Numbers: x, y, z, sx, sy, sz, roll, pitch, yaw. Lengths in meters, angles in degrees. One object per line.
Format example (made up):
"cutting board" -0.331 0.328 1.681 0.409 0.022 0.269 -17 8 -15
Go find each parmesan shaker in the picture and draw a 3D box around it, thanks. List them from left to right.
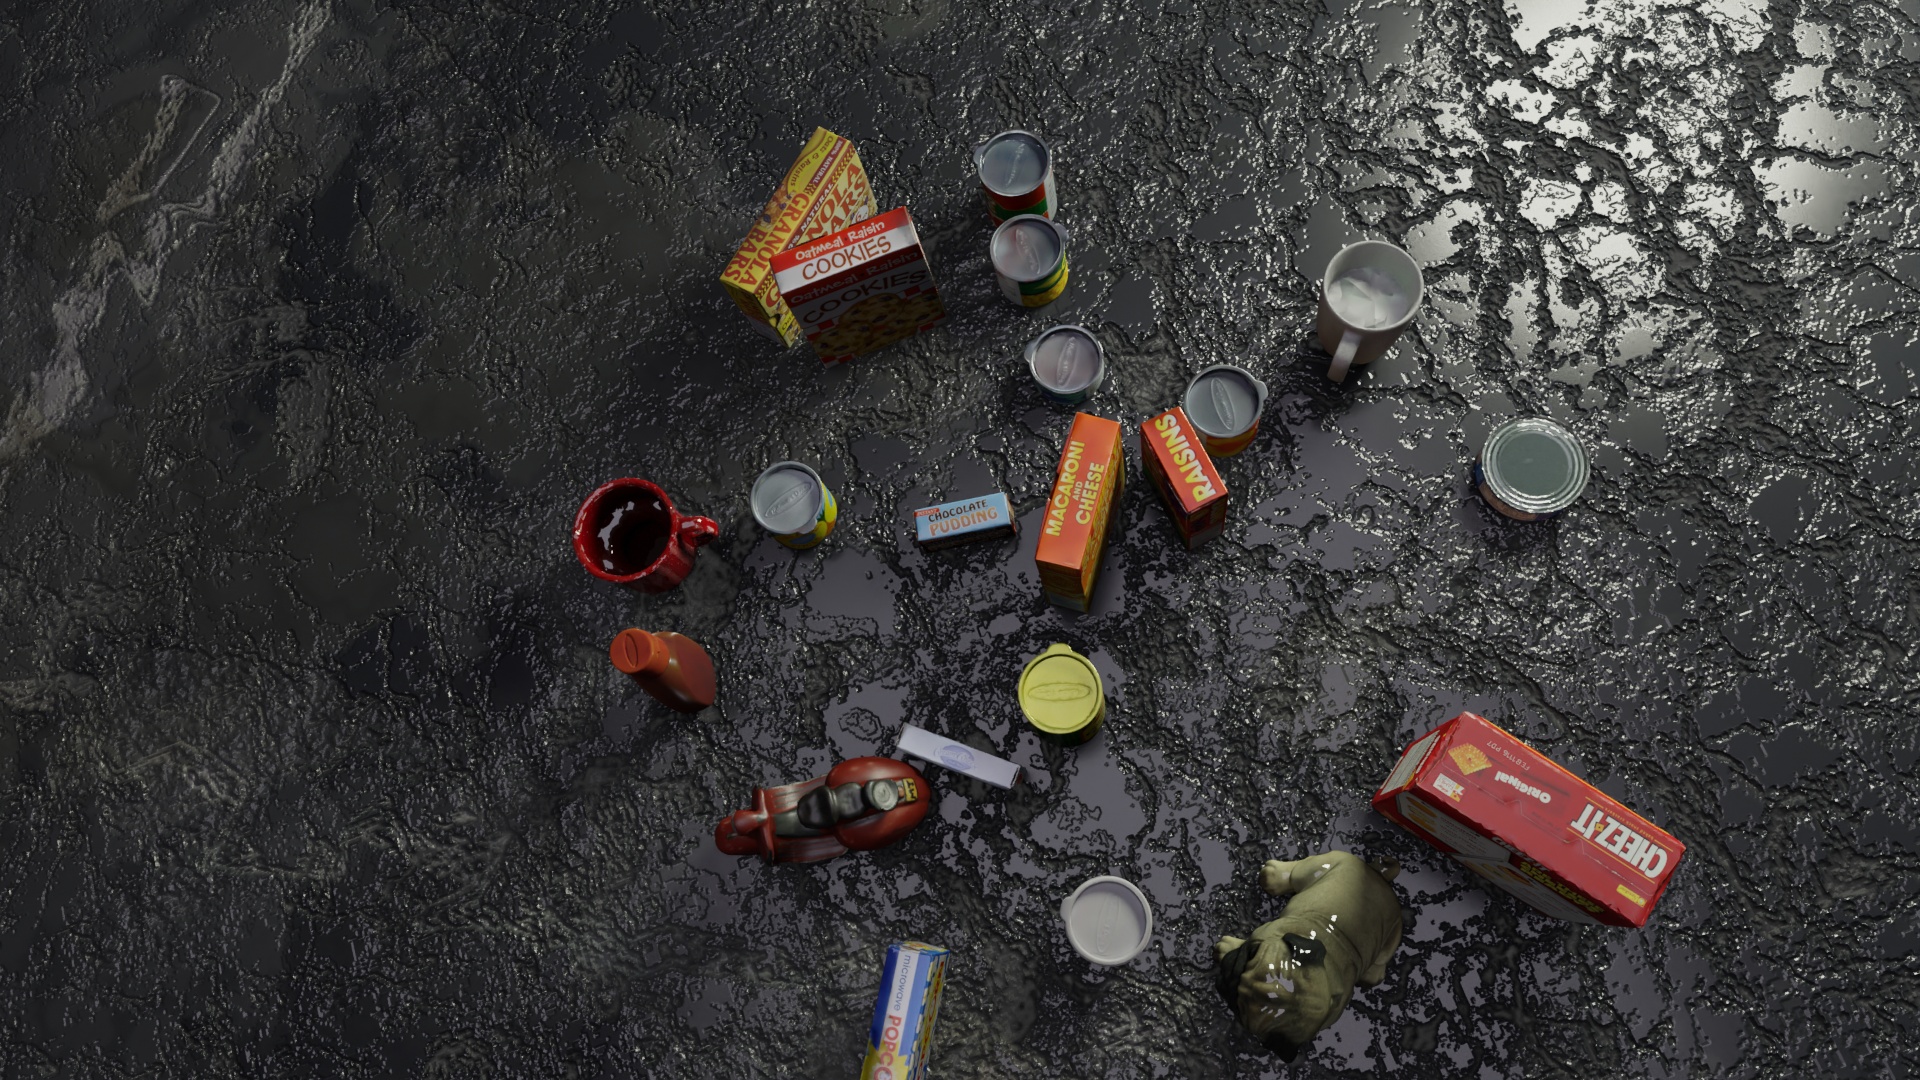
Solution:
"parmesan shaker" 0.084 0.128 1.129 0.071 0.103 0.071 -2 75 8

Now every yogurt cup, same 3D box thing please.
"yogurt cup" 0.118 0.302 1.103 0.072 0.054 0.072 -2 75 7

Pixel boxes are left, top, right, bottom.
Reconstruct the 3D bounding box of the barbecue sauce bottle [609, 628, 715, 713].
"barbecue sauce bottle" -0.247 0.104 1.158 0.044 0.148 0.065 -18 74 3

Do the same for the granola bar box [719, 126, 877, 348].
"granola bar box" -0.142 -0.271 1.258 0.039 0.124 0.166 28 81 14

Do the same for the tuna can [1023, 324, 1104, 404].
"tuna can" 0.093 -0.157 1.242 0.071 0.032 0.071 -2 75 7

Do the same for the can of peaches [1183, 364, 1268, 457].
"can of peaches" 0.228 -0.111 1.198 0.071 0.058 0.071 -2 75 7

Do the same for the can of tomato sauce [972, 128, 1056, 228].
"can of tomato sauce" 0.051 -0.324 1.267 0.071 0.083 0.071 -2 75 8

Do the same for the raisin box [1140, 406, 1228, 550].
"raisin box" 0.184 -0.049 1.153 0.040 0.123 0.086 -26 73 1

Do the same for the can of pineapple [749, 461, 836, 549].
"can of pineapple" -0.146 -0.028 1.227 0.071 0.057 0.071 -2 75 7

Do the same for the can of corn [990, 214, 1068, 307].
"can of corn" 0.065 -0.253 1.259 0.071 0.058 0.071 -2 75 7

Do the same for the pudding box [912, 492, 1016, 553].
"pudding box" 0.004 -0.015 1.207 0.084 0.049 0.030 -11 74 5

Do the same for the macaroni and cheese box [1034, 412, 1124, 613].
"macaroni and cheese box" 0.099 -0.018 1.134 0.040 0.166 0.124 14 78 11

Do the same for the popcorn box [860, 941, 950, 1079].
"popcorn box" -0.044 0.381 1.088 0.038 0.085 0.127 10 77 10

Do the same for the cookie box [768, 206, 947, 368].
"cookie box" -0.086 -0.218 1.213 0.123 0.167 0.040 -21 74 2

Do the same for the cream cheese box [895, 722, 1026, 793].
"cream cheese box" 0.001 0.181 1.152 0.104 0.053 0.024 18 79 12
